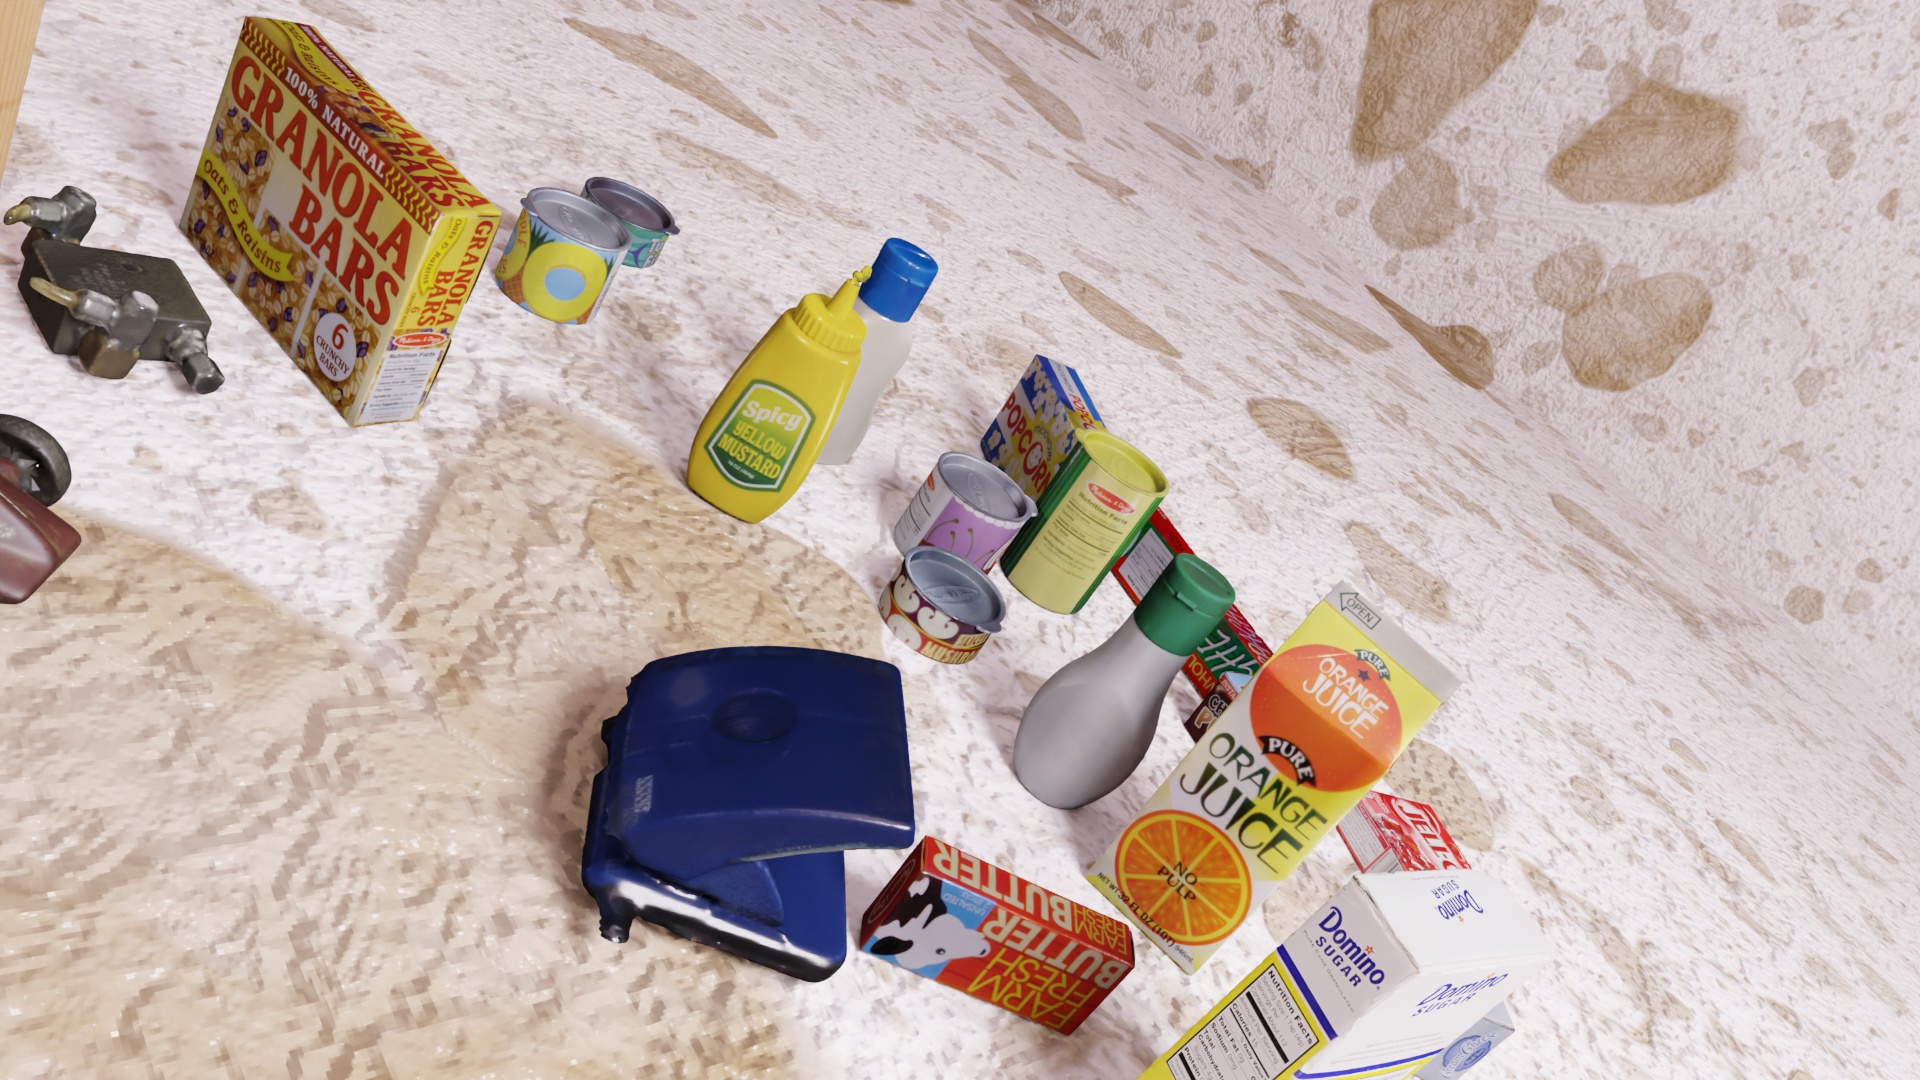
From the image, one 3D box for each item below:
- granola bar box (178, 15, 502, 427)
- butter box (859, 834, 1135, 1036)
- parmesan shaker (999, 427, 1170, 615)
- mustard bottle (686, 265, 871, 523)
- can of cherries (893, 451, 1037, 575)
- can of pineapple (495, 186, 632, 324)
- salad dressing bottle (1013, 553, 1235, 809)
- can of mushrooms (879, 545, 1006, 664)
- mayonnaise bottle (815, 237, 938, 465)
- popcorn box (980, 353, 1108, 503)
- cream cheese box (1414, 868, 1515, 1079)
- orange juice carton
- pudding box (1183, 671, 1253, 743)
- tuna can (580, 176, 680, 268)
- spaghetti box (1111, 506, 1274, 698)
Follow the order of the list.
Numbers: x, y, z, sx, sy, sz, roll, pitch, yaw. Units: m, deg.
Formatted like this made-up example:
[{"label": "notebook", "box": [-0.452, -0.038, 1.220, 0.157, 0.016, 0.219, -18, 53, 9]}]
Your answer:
[{"label": "granola bar box", "box": [-0.303, -0.154, 0.673, 0.166, 0.123, 0.039, 44, 27, 19]}, {"label": "butter box", "box": [0.016, 0.165, 0.577, 0.103, 0.053, 0.024, 27, 27, -14]}, {"label": "parmesan shaker", "box": [0.076, -0.013, 0.889, 0.071, 0.102, 0.071, 27, 27, -15]}, {"label": "mustard bottle", "box": [-0.092, -0.084, 0.755, 0.065, 0.159, 0.049, 30, 26, -9]}, {"label": "can of cherries", "box": [0.003, -0.011, 0.853, 0.071, 0.058, 0.072, 27, 27, -15]}, {"label": "can of pineapple", "box": [-0.245, -0.174, 0.848, 0.071, 0.057, 0.071, 27, 27, -15]}, {"label": "salad dressing bottle", "box": [0.083, 0.072, 0.704, 0.064, 0.147, 0.044, 39, 26, 10]}, {"label": "can of mushrooms", "box": [-0.009, 0.038, 0.785, 0.071, 0.033, 0.071, 27, 27, -15]}, {"label": "mayonnaise bottle", "box": [-0.064, -0.115, 0.851, 0.065, 0.147, 0.041, 13, 33, -37]}, {"label": "popcorn box", "box": [0.062, -0.062, 0.977, 0.038, 0.085, 0.127, 20, 29, -27]}, {"label": "cream cheese box", "box": [0.252, 0.230, 0.735, 0.024, 0.053, 0.104, 27, 27, -14]}, {"label": "orange juice carton", "box": [0.151, 0.111, 0.665, 0.072, 0.191, 0.073, 42, 27, 15]}, {"label": "pudding box", "box": [0.176, 0.125, 0.831, 0.030, 0.049, 0.084, 12, 33, -37]}, {"label": "tuna can", "box": [-0.233, -0.220, 0.966, 0.071, 0.032, 0.071, 27, 27, -15]}, {"label": "spaghetti box", "box": [0.157, 0.052, 0.932, 0.029, 0.050, 0.251, 11, 34, -39]}]
